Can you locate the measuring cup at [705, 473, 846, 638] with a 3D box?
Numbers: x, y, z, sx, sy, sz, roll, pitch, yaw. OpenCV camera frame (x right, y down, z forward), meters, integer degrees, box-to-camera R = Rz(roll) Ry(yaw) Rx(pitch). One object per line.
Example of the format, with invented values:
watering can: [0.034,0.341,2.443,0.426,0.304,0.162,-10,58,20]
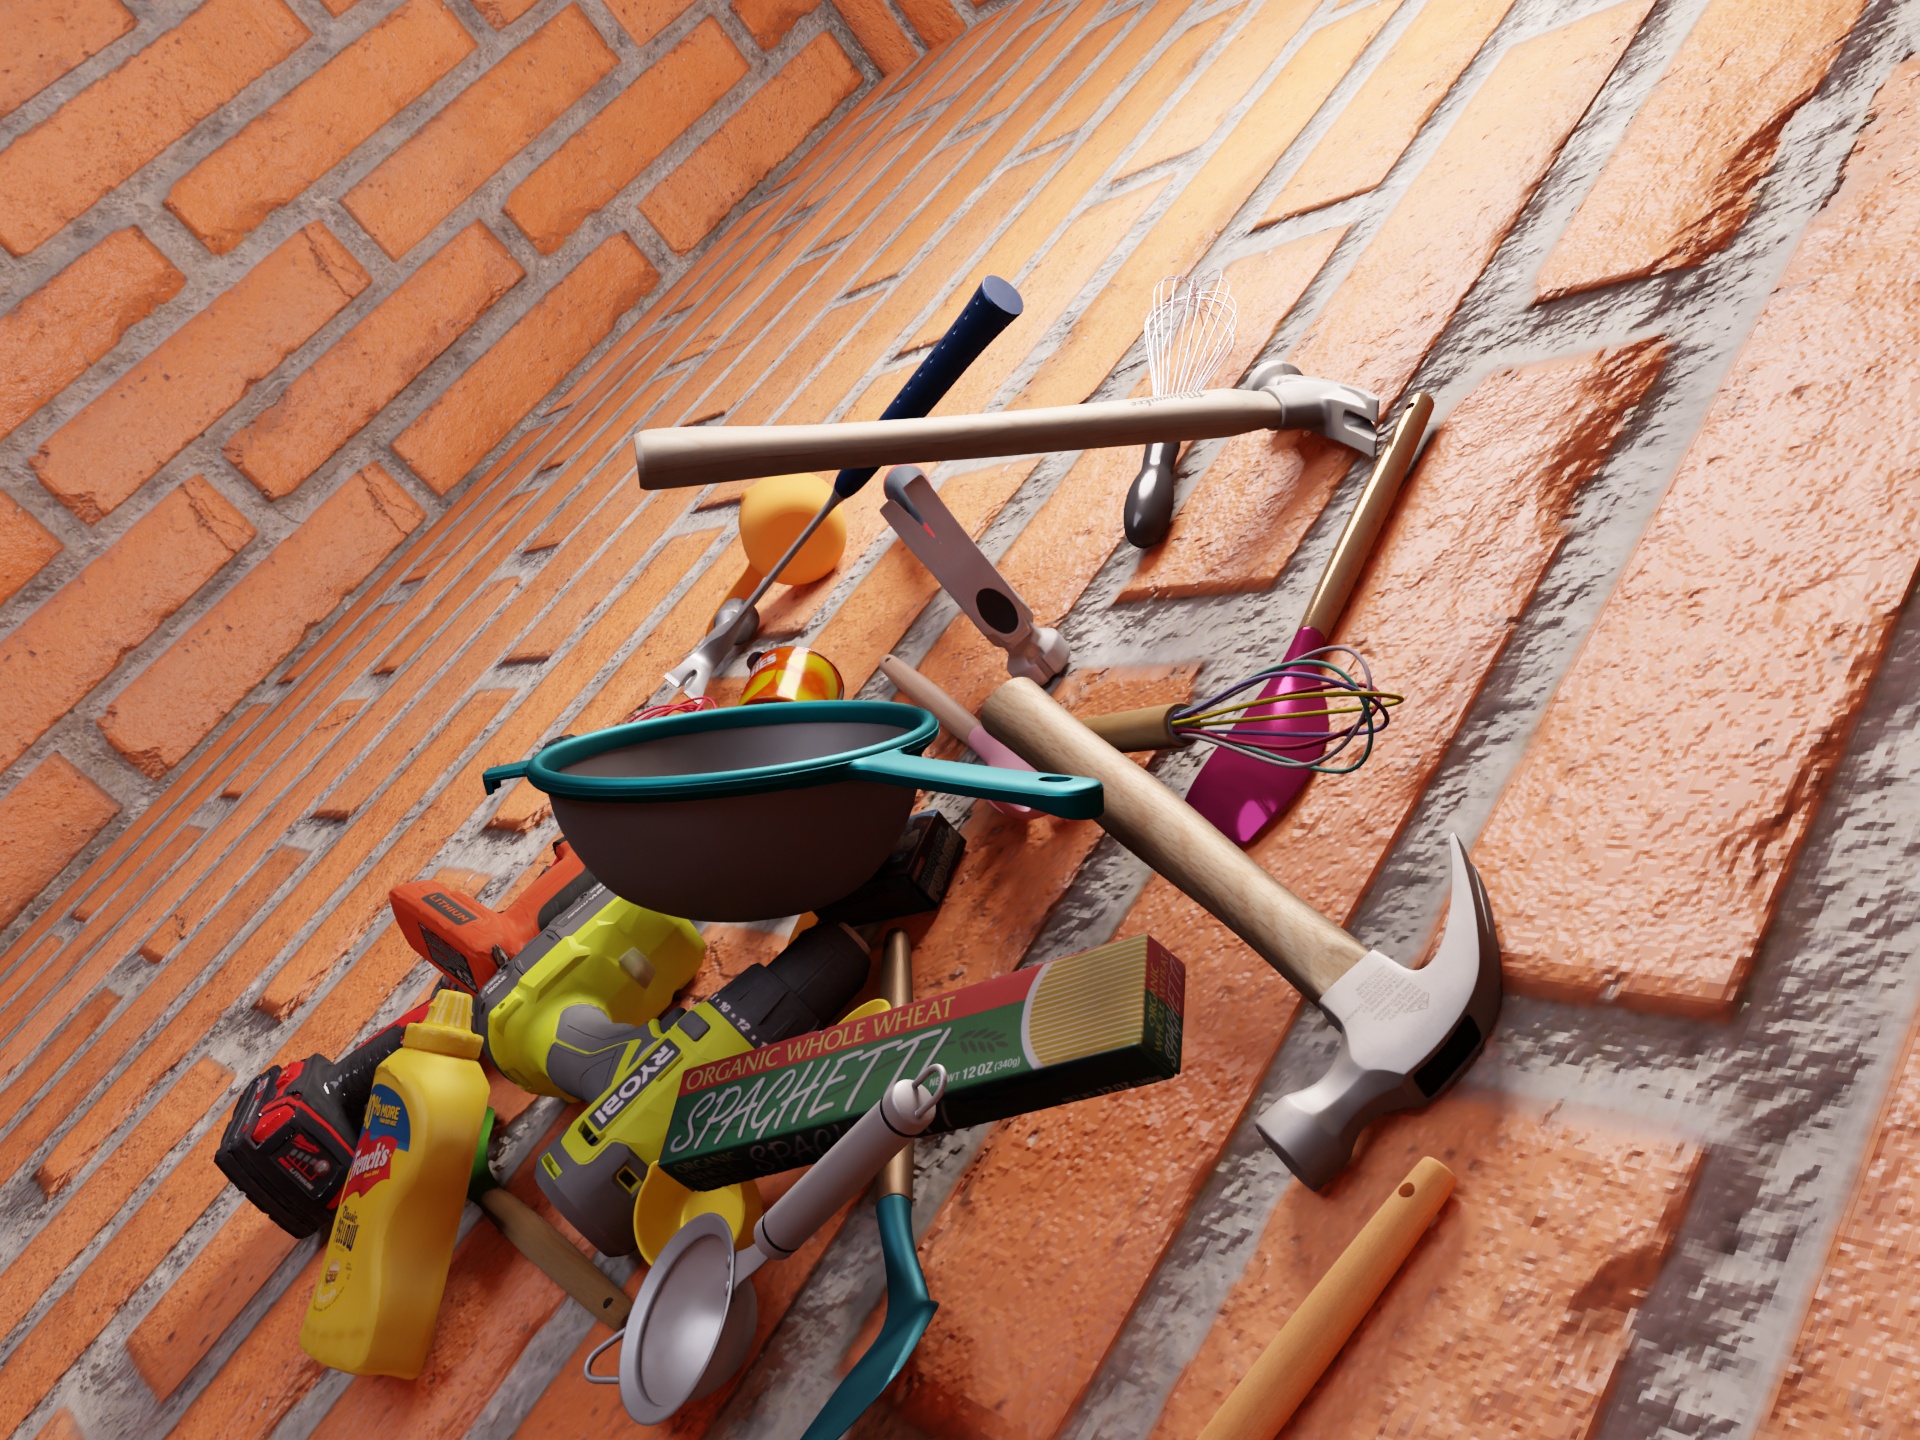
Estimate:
measuring cup: [-0.160,-0.122,1.313,0.173,0.095,0.052,-53,27,17]

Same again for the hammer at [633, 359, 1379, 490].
hammer: [0.026,-0.160,0.893,0.410,0.038,0.146,-7,21,-10]

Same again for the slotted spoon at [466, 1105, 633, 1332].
slotted spoon: [-0.240,0.264,0.854,0.070,0.031,0.314,-48,28,-22]

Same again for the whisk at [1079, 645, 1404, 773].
whisk: [0.118,0.002,0.738,0.047,0.051,0.245,-28,7,-23]

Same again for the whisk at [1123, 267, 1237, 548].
whisk: [0.142,-0.212,1.058,0.070,0.070,0.285,-21,37,35]

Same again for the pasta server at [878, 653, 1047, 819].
pasta server: [-0.001,-0.003,0.938,0.060,0.040,0.316,-36,24,-7]

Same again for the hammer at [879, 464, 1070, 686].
hammer: [-0.022,-0.138,1.084,0.038,0.143,0.387,-40,22,5]

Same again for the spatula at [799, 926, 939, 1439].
spatula: [-0.036,0.184,0.683,0.082,0.044,0.318,-51,19,23]

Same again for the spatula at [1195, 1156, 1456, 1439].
spatula: [0.044,0.252,0.471,0.322,0.041,0.081,-47,26,-14]

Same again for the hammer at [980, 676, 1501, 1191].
hammer: [0.097,0.053,0.676,0.130,0.031,0.332,-40,34,-5]

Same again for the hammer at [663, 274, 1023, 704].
hammer: [-0.091,-0.159,1.156,0.405,0.035,0.144,-45,11,34]

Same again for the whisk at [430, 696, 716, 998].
whisk: [-0.273,0.097,1.129,0.296,0.073,0.073,-48,26,-1]

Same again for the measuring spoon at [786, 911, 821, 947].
measuring spoon: [-0.068,0.090,0.918,0.021,0.011,0.117,-9,44,48]

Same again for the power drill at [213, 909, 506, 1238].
power drill: [-0.356,0.219,1.018,0.219,0.078,0.143,-38,19,-2]

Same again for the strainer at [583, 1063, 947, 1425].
strainer: [-0.074,0.209,0.630,0.258,0.050,0.087,-50,27,33]

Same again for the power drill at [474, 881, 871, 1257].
power drill: [-0.159,0.160,0.852,0.190,0.080,0.229,-44,28,-16]

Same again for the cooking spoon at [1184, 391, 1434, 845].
cooking spoon: [0.184,-0.060,0.799,0.069,0.017,0.319,-9,41,47]

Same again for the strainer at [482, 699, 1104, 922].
strainer: [-0.065,0.056,0.783,0.340,0.095,0.211,5,14,43]

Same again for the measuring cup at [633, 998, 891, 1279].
measuring cup: [-0.083,0.190,0.729,0.156,0.029,0.062,-46,58,-6]
